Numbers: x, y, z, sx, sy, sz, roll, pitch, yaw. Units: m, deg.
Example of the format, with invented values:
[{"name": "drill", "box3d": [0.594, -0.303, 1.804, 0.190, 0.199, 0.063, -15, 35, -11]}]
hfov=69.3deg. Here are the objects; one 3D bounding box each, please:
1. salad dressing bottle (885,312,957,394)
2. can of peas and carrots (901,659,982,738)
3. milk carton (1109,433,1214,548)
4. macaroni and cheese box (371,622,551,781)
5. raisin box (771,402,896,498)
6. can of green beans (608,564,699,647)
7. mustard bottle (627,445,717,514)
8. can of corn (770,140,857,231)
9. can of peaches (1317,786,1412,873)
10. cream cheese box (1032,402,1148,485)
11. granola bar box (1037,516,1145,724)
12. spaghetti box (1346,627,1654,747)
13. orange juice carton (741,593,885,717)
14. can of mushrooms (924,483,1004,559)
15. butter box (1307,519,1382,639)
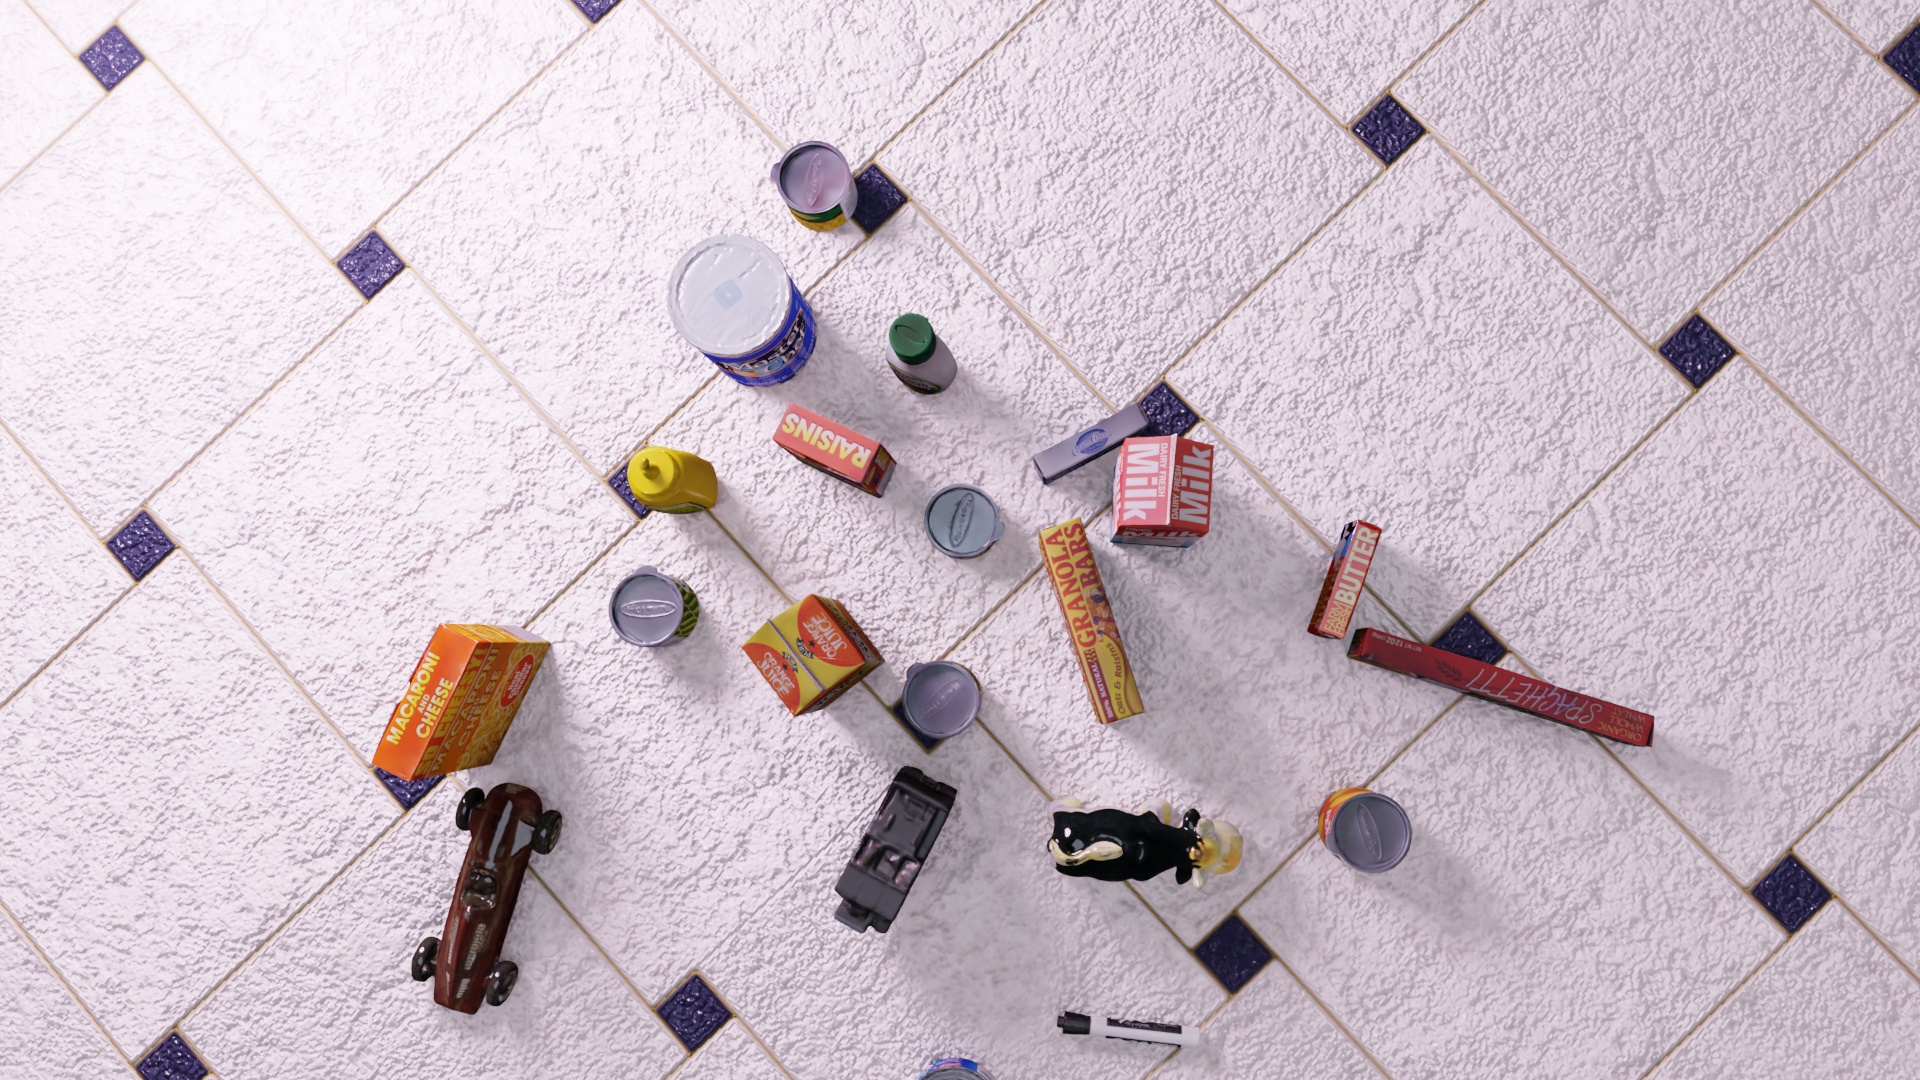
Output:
[{"name": "salad dressing bottle", "box3d": [-0.036, -0.160, 1.184, 0.064, 0.147, 0.044, 28, 87, 5]}, {"name": "can of peas and carrots", "box3d": [-0.017, 0.134, 1.200, 0.071, 0.058, 0.071, 0, 85, 3]}, {"name": "milk carton", "box3d": [0.165, -0.039, 1.140, 0.073, 0.190, 0.072, 4, 86, 4]}, {"name": "macaroni and cheese box", "box3d": [-0.416, 0.133, 1.168, 0.040, 0.166, 0.124, 25, 87, 5]}, {"name": "raisin box", "box3d": [-0.106, -0.075, 1.192, 0.086, 0.123, 0.040, 26, 87, 5]}, {"name": "can of green beans", "box3d": [-0.268, 0.061, 1.221, 0.071, 0.058, 0.071, 0, 85, 3]}, {"name": "mustard bottle", "box3d": [-0.250, -0.052, 1.179, 0.065, 0.160, 0.049, -5, 85, 3]}, {"name": "can of corn", "box3d": [-0.131, -0.318, 1.249, 0.071, 0.058, 0.071, 0, 85, 3]}, {"name": "can of peaches", "box3d": [0.337, 0.244, 1.171, 0.071, 0.058, 0.071, 0, 85, 3]}, {"name": "cream cheese box", "box3d": [0.113, -0.084, 1.216, 0.104, 0.053, 0.024, -28, 84, 0]}, {"name": "granola bar box", "box3d": [0.107, 0.069, 1.167, 0.039, 0.124, 0.165, -18, 84, 2]}, {"name": "spaghetti box", "box3d": [0.457, 0.124, 1.180, 0.250, 0.050, 0.028, 17, 86, 5]}, {"name": "orange juice carton", "box3d": [-0.121, 0.094, 1.142, 0.073, 0.192, 0.072, -38, 84, 0]}, {"name": "can of mushrooms", "box3d": [0.004, -0.015, 1.226, 0.071, 0.033, 0.071, 0, 85, 3]}, {"name": "butter box", "box3d": [0.330, 0.035, 1.194, 0.024, 0.053, 0.103, 20, 86, 5]}]
